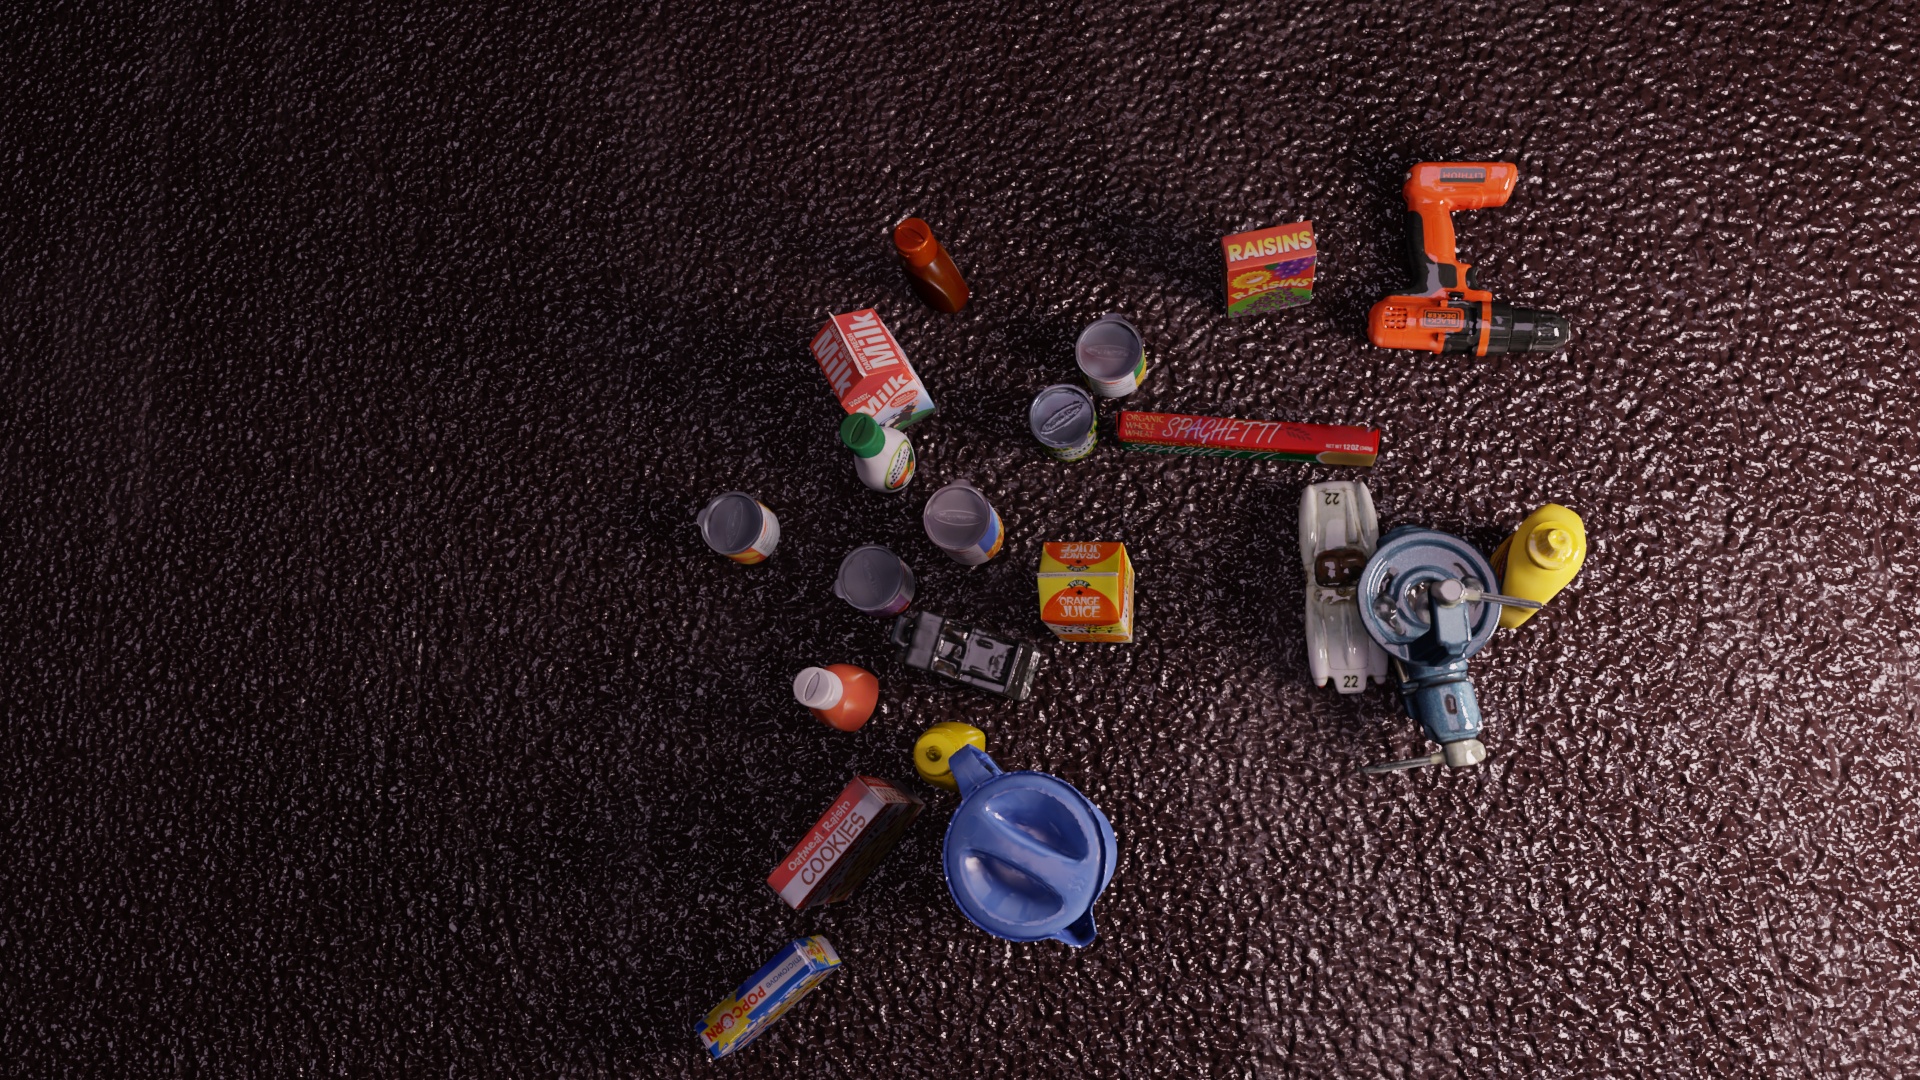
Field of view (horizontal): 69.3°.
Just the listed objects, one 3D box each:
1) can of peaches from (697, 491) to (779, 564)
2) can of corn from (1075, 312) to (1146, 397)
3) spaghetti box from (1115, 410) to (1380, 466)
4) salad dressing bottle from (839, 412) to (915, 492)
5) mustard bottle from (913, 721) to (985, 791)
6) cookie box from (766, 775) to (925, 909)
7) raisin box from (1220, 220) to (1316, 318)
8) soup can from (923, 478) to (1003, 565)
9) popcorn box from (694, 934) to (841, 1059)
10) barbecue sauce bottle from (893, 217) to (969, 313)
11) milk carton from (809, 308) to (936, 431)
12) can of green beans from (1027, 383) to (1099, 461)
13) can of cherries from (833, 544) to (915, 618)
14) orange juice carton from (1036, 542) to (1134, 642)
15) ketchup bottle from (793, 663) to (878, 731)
[{"bbox_3d":[-0.227,-0.013,1.427,0.071,0.058,0.071,-2,78,11],"label":"can of peaches"},{"bbox_3d":[0.152,-0.185,1.391,0.071,0.058,0.071,-2,78,11],"label":"can of corn"},{"bbox_3d":[0.277,-0.099,1.352,0.250,0.050,0.029,5,79,12],"label":"spaghetti box"},{"bbox_3d":[-0.083,-0.088,1.369,0.044,0.147,0.064,24,84,15],"label":"salad dressing bottle"},{"bbox_3d":[-0.013,0.198,1.286,0.049,0.160,0.065,12,81,13],"label":"mustard bottle"},{"bbox_3d":[-0.102,0.277,1.283,0.040,0.167,0.123,40,88,16],"label":"cookie box"},{"bbox_3d":[0.297,-0.262,1.345,0.086,0.123,0.040,-9,77,9],"label":"raisin box"},{"bbox_3d":[0.005,-0.017,1.369,0.071,0.083,0.071,-2,78,11],"label":"soup can"},{"bbox_3d":[-0.179,0.427,1.308,0.127,0.085,0.038,-41,74,0],"label":"popcorn box"},{"bbox_3d":[-0.033,-0.278,1.400,0.065,0.148,0.043,32,86,16],"label":"barbecue sauce bottle"},{"bbox_3d":[-0.088,-0.164,1.364,0.073,0.190,0.072,-30,74,4],"label":"milk carton"},{"bbox_3d":[0.104,-0.117,1.385,0.071,0.057,0.071,-2,78,11],"label":"can of green beans"},{"bbox_3d":[-0.085,0.042,1.387,0.071,0.058,0.071,-2,78,11],"label":"can of cherries"},{"bbox_3d":[0.117,0.046,1.277,0.072,0.192,0.073,0,79,11],"label":"orange juice carton"},{"bbox_3d":[-0.119,0.147,1.324,0.043,0.148,0.065,22,83,15],"label":"ketchup bottle"}]
